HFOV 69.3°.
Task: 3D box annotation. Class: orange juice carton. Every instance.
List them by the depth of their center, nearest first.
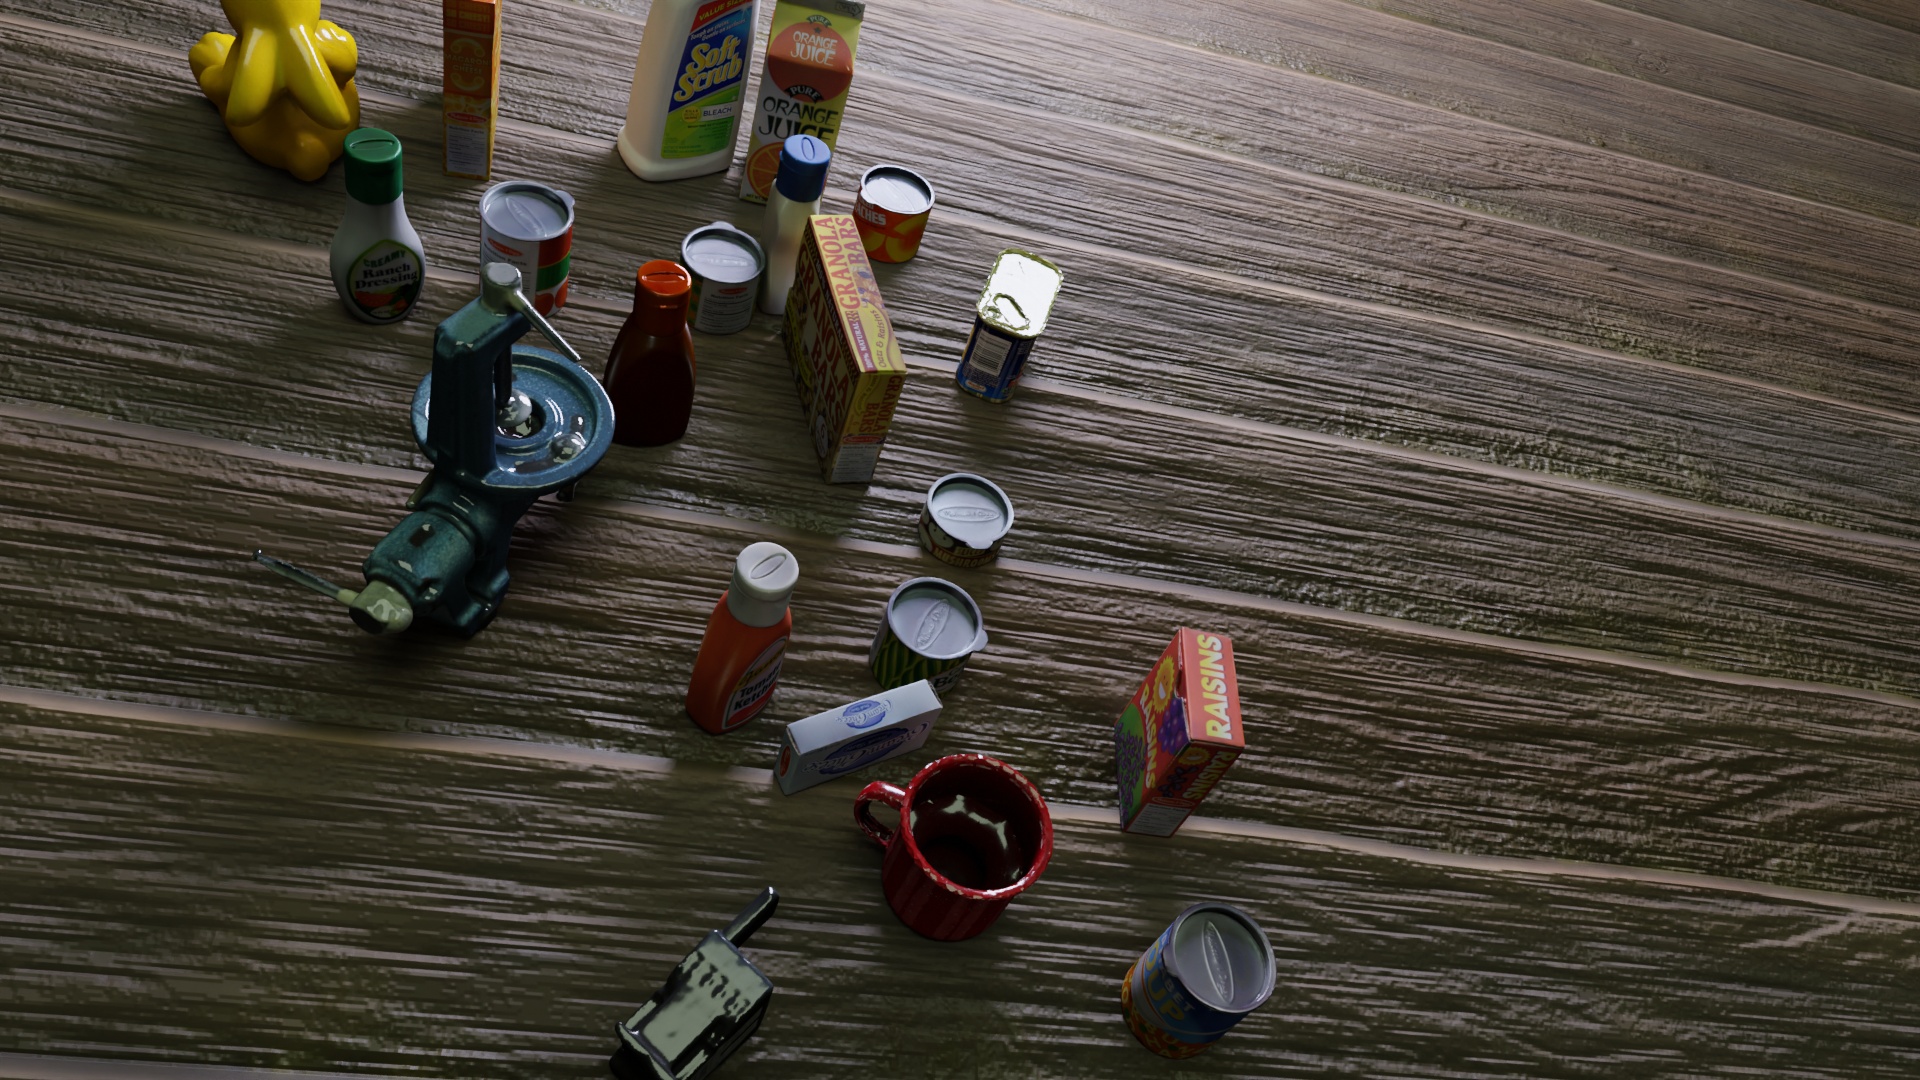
[{"bbox_3d":[-0.135,-0.377,1.175,0.072,0.191,0.073,10,50,-12],"label":"orange juice carton"}]

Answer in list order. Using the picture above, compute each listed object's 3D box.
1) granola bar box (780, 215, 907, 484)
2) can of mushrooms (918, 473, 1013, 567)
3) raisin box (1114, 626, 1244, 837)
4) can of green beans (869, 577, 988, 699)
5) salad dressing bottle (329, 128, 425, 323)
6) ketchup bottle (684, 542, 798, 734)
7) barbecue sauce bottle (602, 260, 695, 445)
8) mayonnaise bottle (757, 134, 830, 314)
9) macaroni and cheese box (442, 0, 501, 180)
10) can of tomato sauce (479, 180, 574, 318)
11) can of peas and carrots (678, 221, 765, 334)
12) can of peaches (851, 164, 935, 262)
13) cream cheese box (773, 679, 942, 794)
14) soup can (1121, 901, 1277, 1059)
[{"bbox_3d":[-0.092,-0.144,1.047,0.039,0.123,0.166,-4,54,-22],"label":"granola bar box"},{"bbox_3d":[0.004,-0.013,1.035,0.071,0.033,0.071,10,50,-12],"label":"can of mushrooms"},{"bbox_3d":[0.140,0.127,0.910,0.040,0.122,0.086,11,50,-11],"label":"raisin box"},{"bbox_3d":[-0.024,0.068,0.942,0.071,0.057,0.071,10,50,-12],"label":"can of green beans"},{"bbox_3d":[-0.412,-0.220,0.978,0.064,0.146,0.044,-18,60,-31],"label":"salad dressing bottle"},{"bbox_3d":[-0.131,0.059,0.851,0.043,0.148,0.065,40,51,14],"label":"ketchup bottle"},{"bbox_3d":[-0.215,-0.129,0.974,0.065,0.147,0.044,-5,55,-23],"label":"barbecue sauce bottle"},{"bbox_3d":[-0.135,-0.251,1.103,0.041,0.147,0.065,1,52,-19],"label":"mayonnaise bottle"},{"bbox_3d":[-0.392,-0.395,1.116,0.040,0.165,0.124,3,52,-17],"label":"macaroni and cheese box"},{"bbox_3d":[-0.328,-0.219,1.051,0.071,0.082,0.071,10,50,-12],"label":"can of tomato sauce"},{"bbox_3d":[-0.193,-0.209,1.107,0.071,0.058,0.071,10,50,-12],"label":"can of peas and carrots"},{"bbox_3d":[-0.063,-0.285,1.216,0.071,0.057,0.071,10,50,-12],"label":"can of peaches"},{"bbox_3d":[-0.066,0.125,0.884,0.104,0.053,0.024,-15,59,-29],"label":"cream cheese box"},{"bbox_3d":[0.137,0.262,0.825,0.071,0.083,0.072,10,50,-12],"label":"soup can"}]
